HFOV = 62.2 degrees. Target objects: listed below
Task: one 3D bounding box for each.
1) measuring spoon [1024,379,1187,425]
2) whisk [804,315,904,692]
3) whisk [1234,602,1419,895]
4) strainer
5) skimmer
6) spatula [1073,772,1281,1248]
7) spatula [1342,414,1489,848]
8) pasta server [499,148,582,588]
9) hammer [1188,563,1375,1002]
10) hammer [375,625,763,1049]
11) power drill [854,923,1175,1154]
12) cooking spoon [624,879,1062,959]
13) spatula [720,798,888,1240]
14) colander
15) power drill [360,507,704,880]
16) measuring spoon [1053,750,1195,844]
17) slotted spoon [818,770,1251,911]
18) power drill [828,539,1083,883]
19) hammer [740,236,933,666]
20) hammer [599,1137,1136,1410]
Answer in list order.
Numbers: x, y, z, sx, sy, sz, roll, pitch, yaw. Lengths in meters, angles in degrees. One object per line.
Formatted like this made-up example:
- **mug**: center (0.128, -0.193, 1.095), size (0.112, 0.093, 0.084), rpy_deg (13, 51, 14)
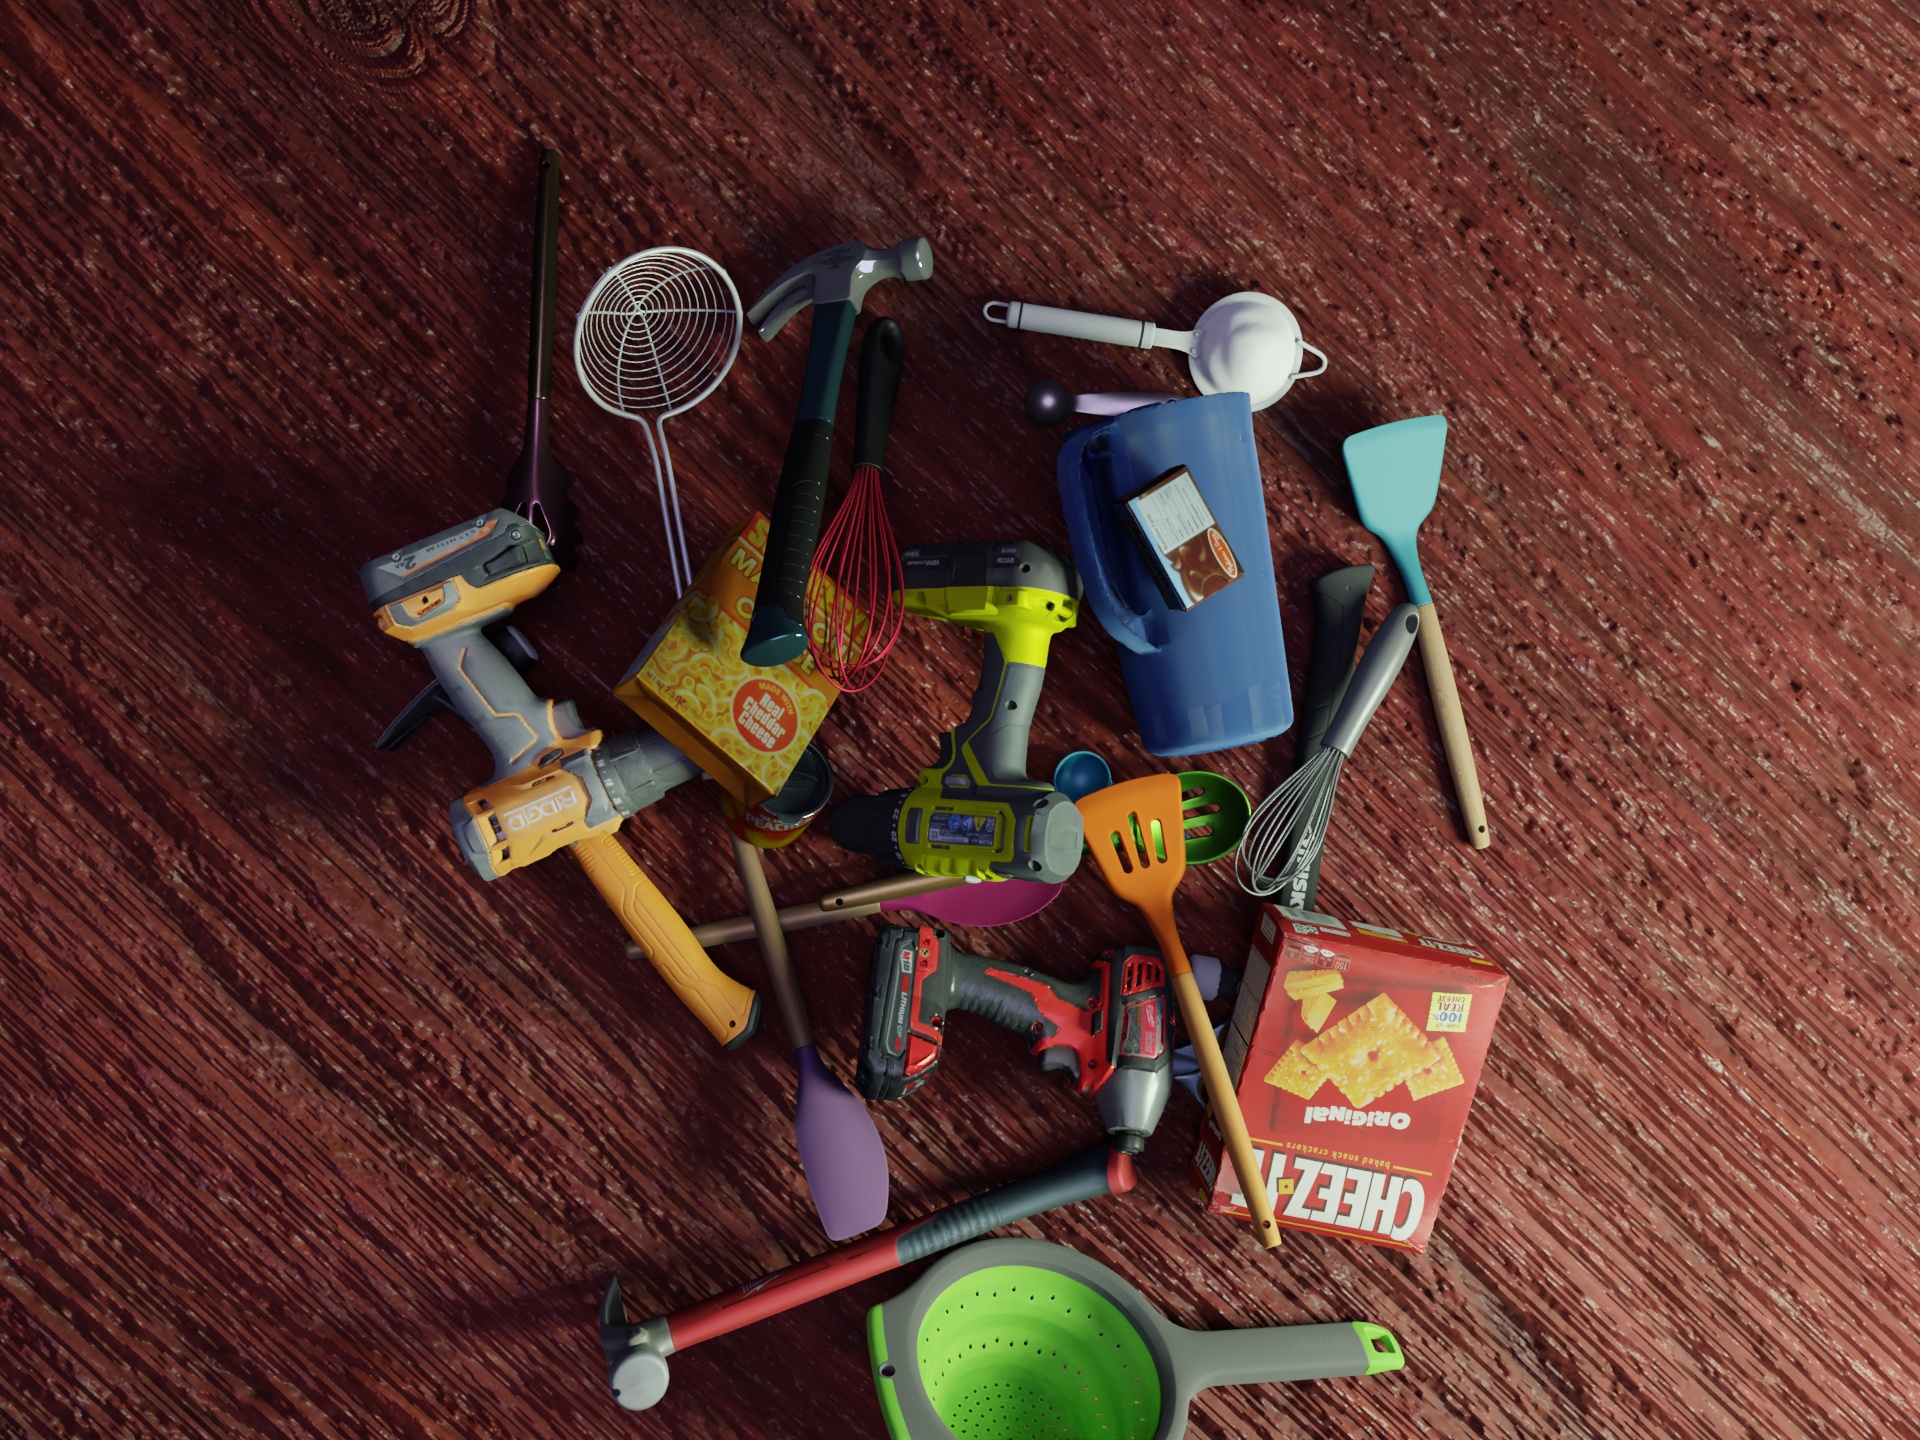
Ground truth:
- **measuring spoon**: center (0.110, -0.234, 1.168), size (0.124, 0.018, 0.034), rpy_deg (0, 89, -4)
- **whisk**: center (-0.067, -0.156, 1.107), size (0.073, 0.073, 0.296), rpy_deg (6, 68, -3)
- **whisk**: center (0.262, 0.018, 1.124), size (0.055, 0.055, 0.239), rpy_deg (31, 82, -2)
- **strainer**: center (0.144, -0.279, 1.162), size (0.258, 0.050, 0.087), rpy_deg (9, 103, 1)
- **skimmer**: center (-0.190, -0.140, 1.115), size (0.127, 0.090, 0.363), rpy_deg (-11, 92, -35)
- **spatula**: center (0.159, 0.196, 1.085), size (0.081, 0.041, 0.323), rpy_deg (-16, 71, -4)
- **spatula**: center (0.347, -0.060, 1.164), size (0.082, 0.044, 0.317), rpy_deg (-14, 91, -9)
- **pasta server**: center (-0.301, -0.255, 1.146), size (0.060, 0.040, 0.316), rpy_deg (1, 85, -3)
- **hammer**: center (0.263, 0.050, 1.161), size (0.146, 0.035, 0.335), rpy_deg (10, 88, -2)
- **hammer**: center (-0.262, 0.099, 1.122), size (0.127, 0.034, 0.337), rpy_deg (-40, 86, -4)
- **power drill**: center (0.042, 0.221, 1.108), size (0.219, 0.078, 0.143), rpy_deg (8, 63, -5)
- **cooking spoon**: center (-0.084, 0.135, 1.150), size (0.319, 0.017, 0.069), rpy_deg (-11, 77, -3)
- **spatula**: center (-0.115, 0.203, 1.118), size (0.059, 0.018, 0.316), rpy_deg (-15, 80, -25)
- **colander**: center (0.123, 0.472, 1.114), size (0.397, 0.205, 0.094), rpy_deg (4, 123, -18)
- **power drill**: center (-0.281, -0.027, 1.077), size (0.185, 0.084, 0.226), rpy_deg (-23, 91, -3)
- **measuring spoon**: center (0.122, 0.065, 1.166), size (0.128, 0.021, 0.042), rpy_deg (34, 95, -11)
- **slotted spoon**: center (0.052, 0.095, 1.139), size (0.313, 0.031, 0.070), rpy_deg (-13, 99, -2)
- **power drill**: center (-0.002, -0.004, 1.105), size (0.191, 0.080, 0.228), rpy_deg (2, 83, 34)
- **hammer**: center (-0.101, -0.189, 1.082), size (0.128, 0.033, 0.331), rpy_deg (-2, 64, 20)
- **hammer**: center (-0.060, 0.368, 1.118), size (0.386, 0.143, 0.038), rpy_deg (-16, 98, -14)
